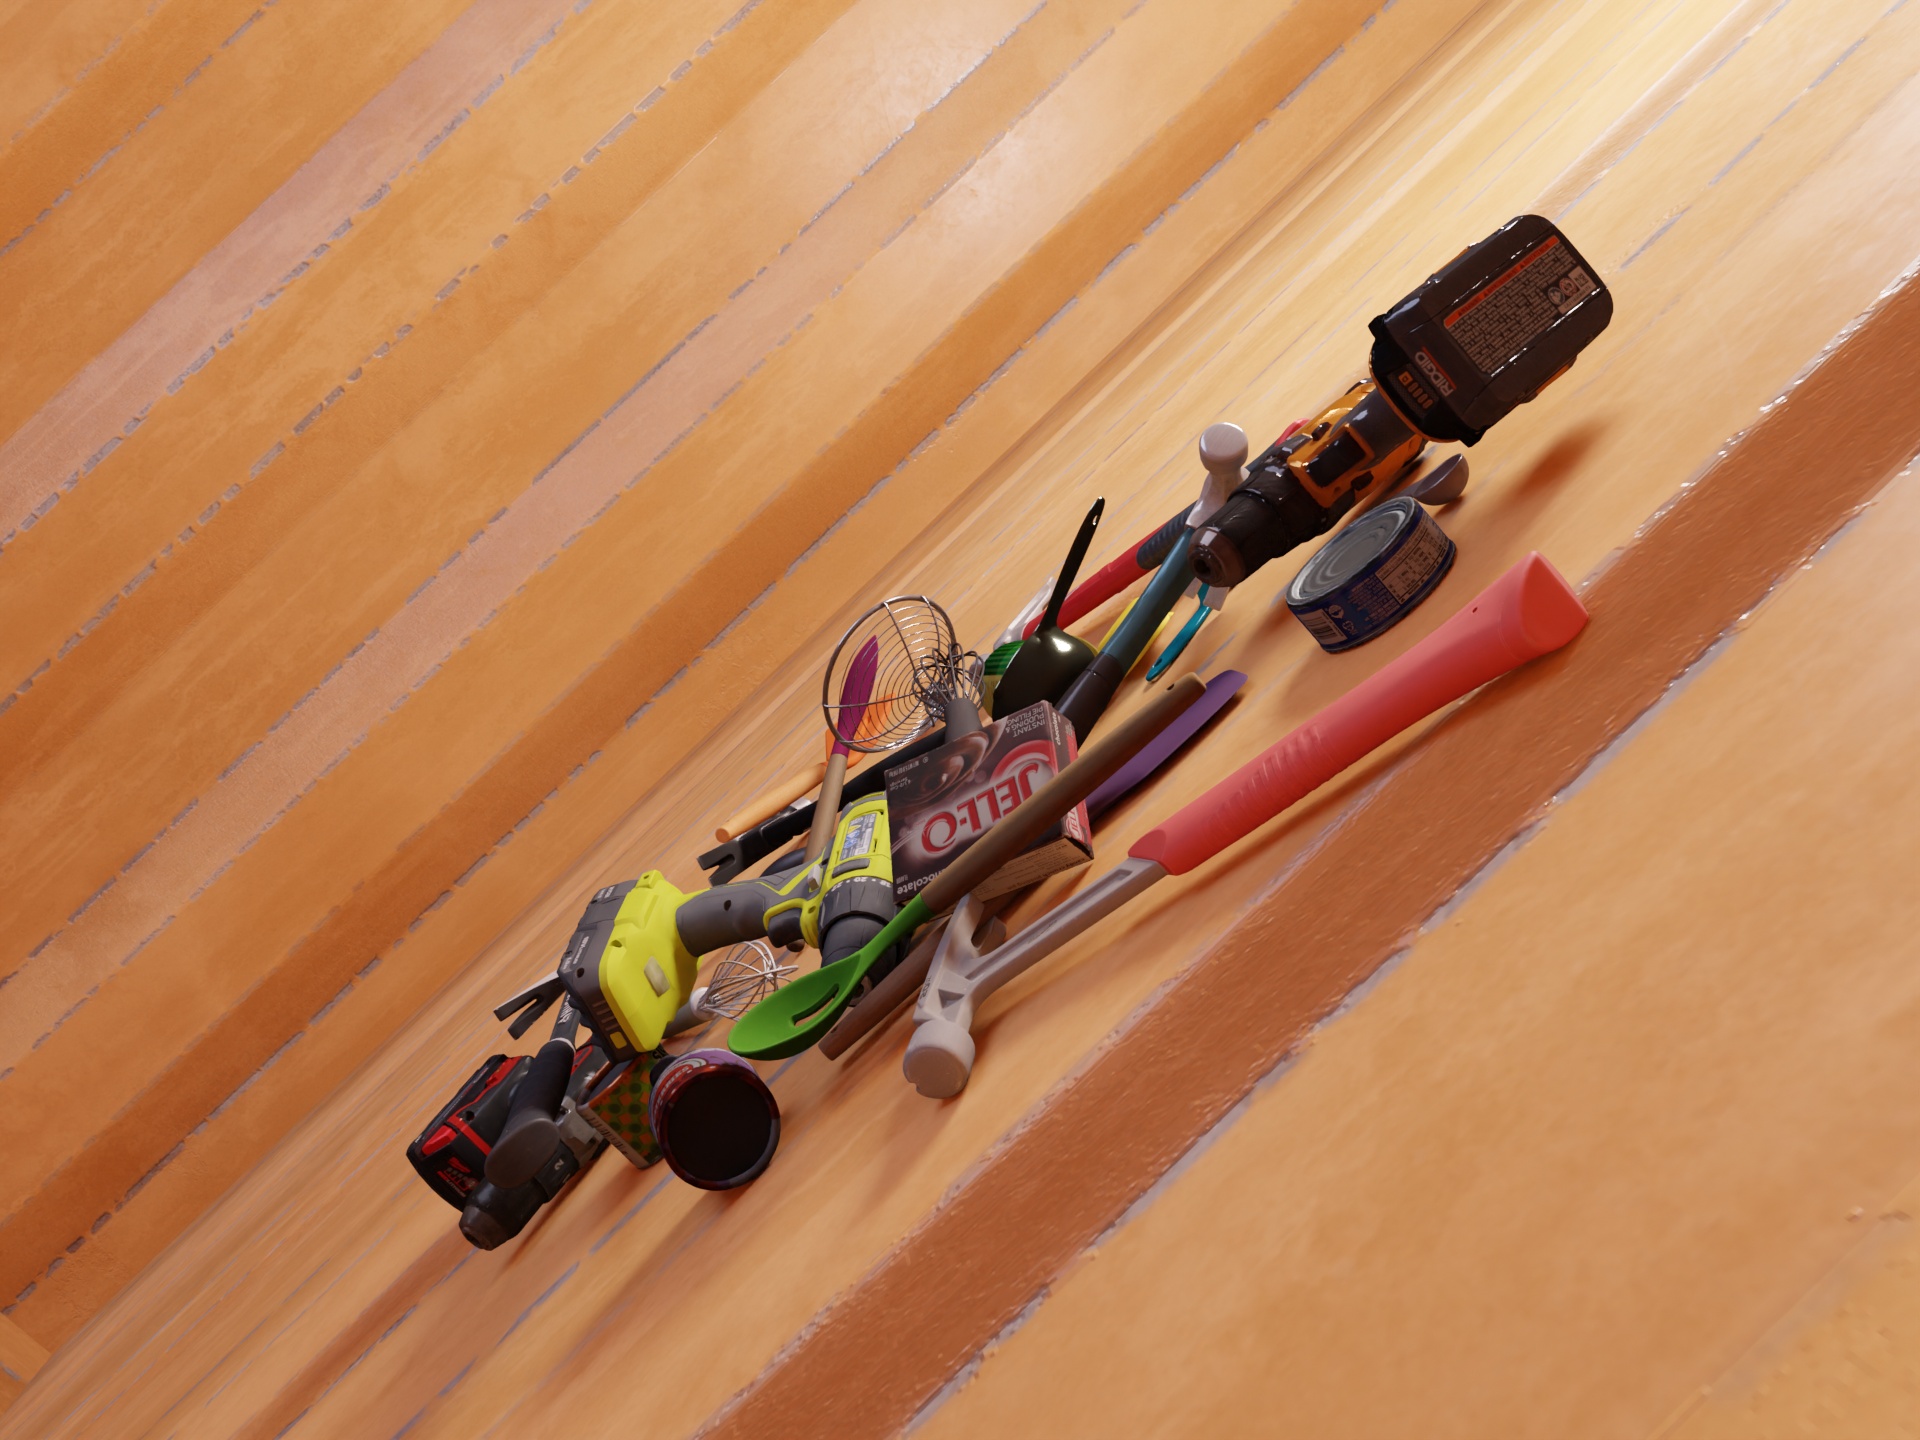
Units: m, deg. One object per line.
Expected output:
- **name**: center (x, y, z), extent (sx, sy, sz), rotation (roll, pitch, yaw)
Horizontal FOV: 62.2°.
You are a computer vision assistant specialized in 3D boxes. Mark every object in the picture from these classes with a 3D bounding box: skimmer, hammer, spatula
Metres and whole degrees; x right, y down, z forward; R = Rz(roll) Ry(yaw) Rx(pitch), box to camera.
- **skimmer**: center (-0.048, -0.035, 1.318), extent (0.127, 0.090, 0.363), rotation (-61, 0, 1)
- **hammer**: center (0.148, -0.134, 1.234), extent (0.386, 0.038, 0.143), rotation (-33, 13, 51)
- **hammer**: center (0.084, -0.023, 0.969), extent (0.331, 0.033, 0.128), rotation (-54, -25, -15)
- **hammer**: center (-0.285, 0.228, 1.113), extent (0.149, 0.036, 0.409), rotation (-34, 11, -1)
- **hammer**: center (-0.096, 0.064, 1.345), extent (0.335, 0.035, 0.146), rotation (-28, 3, 45)
- **spatula**: center (-0.131, 0.041, 1.324), extent (0.081, 0.041, 0.322), rotation (-28, 3, 22)
- **spatula**: center (0.040, 0.079, 0.895), extent (0.316, 0.018, 0.060), rotation (-43, 12, -3)
- **hammer**: center (0.116, 0.041, 0.721), extent (0.359, 0.036, 0.149), rotation (-39, 12, 26)

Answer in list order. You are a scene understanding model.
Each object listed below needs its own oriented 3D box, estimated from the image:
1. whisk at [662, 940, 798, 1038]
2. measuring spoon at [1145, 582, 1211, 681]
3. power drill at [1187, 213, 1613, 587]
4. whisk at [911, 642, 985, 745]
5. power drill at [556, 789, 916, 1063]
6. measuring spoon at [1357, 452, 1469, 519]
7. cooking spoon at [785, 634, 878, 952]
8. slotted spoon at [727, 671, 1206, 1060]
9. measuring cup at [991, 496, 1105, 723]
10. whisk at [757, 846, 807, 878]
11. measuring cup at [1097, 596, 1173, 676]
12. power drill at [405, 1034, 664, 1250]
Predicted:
- **whisk**: center (-0.183, 0.206, 1.165), extent (0.059, 0.058, 0.246), rotation (-9, -13, -32)
- **measuring spoon**: center (0.152, -0.073, 1.064), extent (0.129, 0.021, 0.042), rotation (-50, 13, -32)
- **power drill**: center (0.228, -0.162, 0.882), extent (0.185, 0.084, 0.226), rotation (-38, -2, -22)
- **whisk**: center (-0.003, -0.004, 1.043), extent (0.055, 0.055, 0.239), rotation (-42, 16, 9)
- **power drill**: center (-0.130, 0.136, 1.001), extent (0.228, 0.080, 0.191), rotation (-19, 23, 13)
- **measuring spoon**: center (0.252, -0.119, 0.913), extent (0.034, 0.018, 0.124), rotation (-47, 5, -22)
- **cooking spoon**: center (-0.102, 0.050, 1.266), extent (0.068, 0.017, 0.319), rotation (-51, 22, 44)
- **slotted spoon**: center (0.003, 0.080, 0.826), extent (0.314, 0.031, 0.070), rotation (-40, 14, 9)
- **measuring cup**: center (0.070, -0.057, 0.990), extent (0.083, 0.038, 0.167), rotation (-23, -41, -55)
- **whisk**: center (-0.226, 0.179, 1.377), extent (0.284, 0.070, 0.070), rotation (-33, 14, 24)
- **measuring cup**: center (0.129, -0.078, 1.124), extent (0.062, 0.029, 0.156), rotation (-53, 2, 29)
- **power drill**: center (-0.330, 0.316, 1.187), extent (0.226, 0.080, 0.188), rotation (-26, 20, 48)
